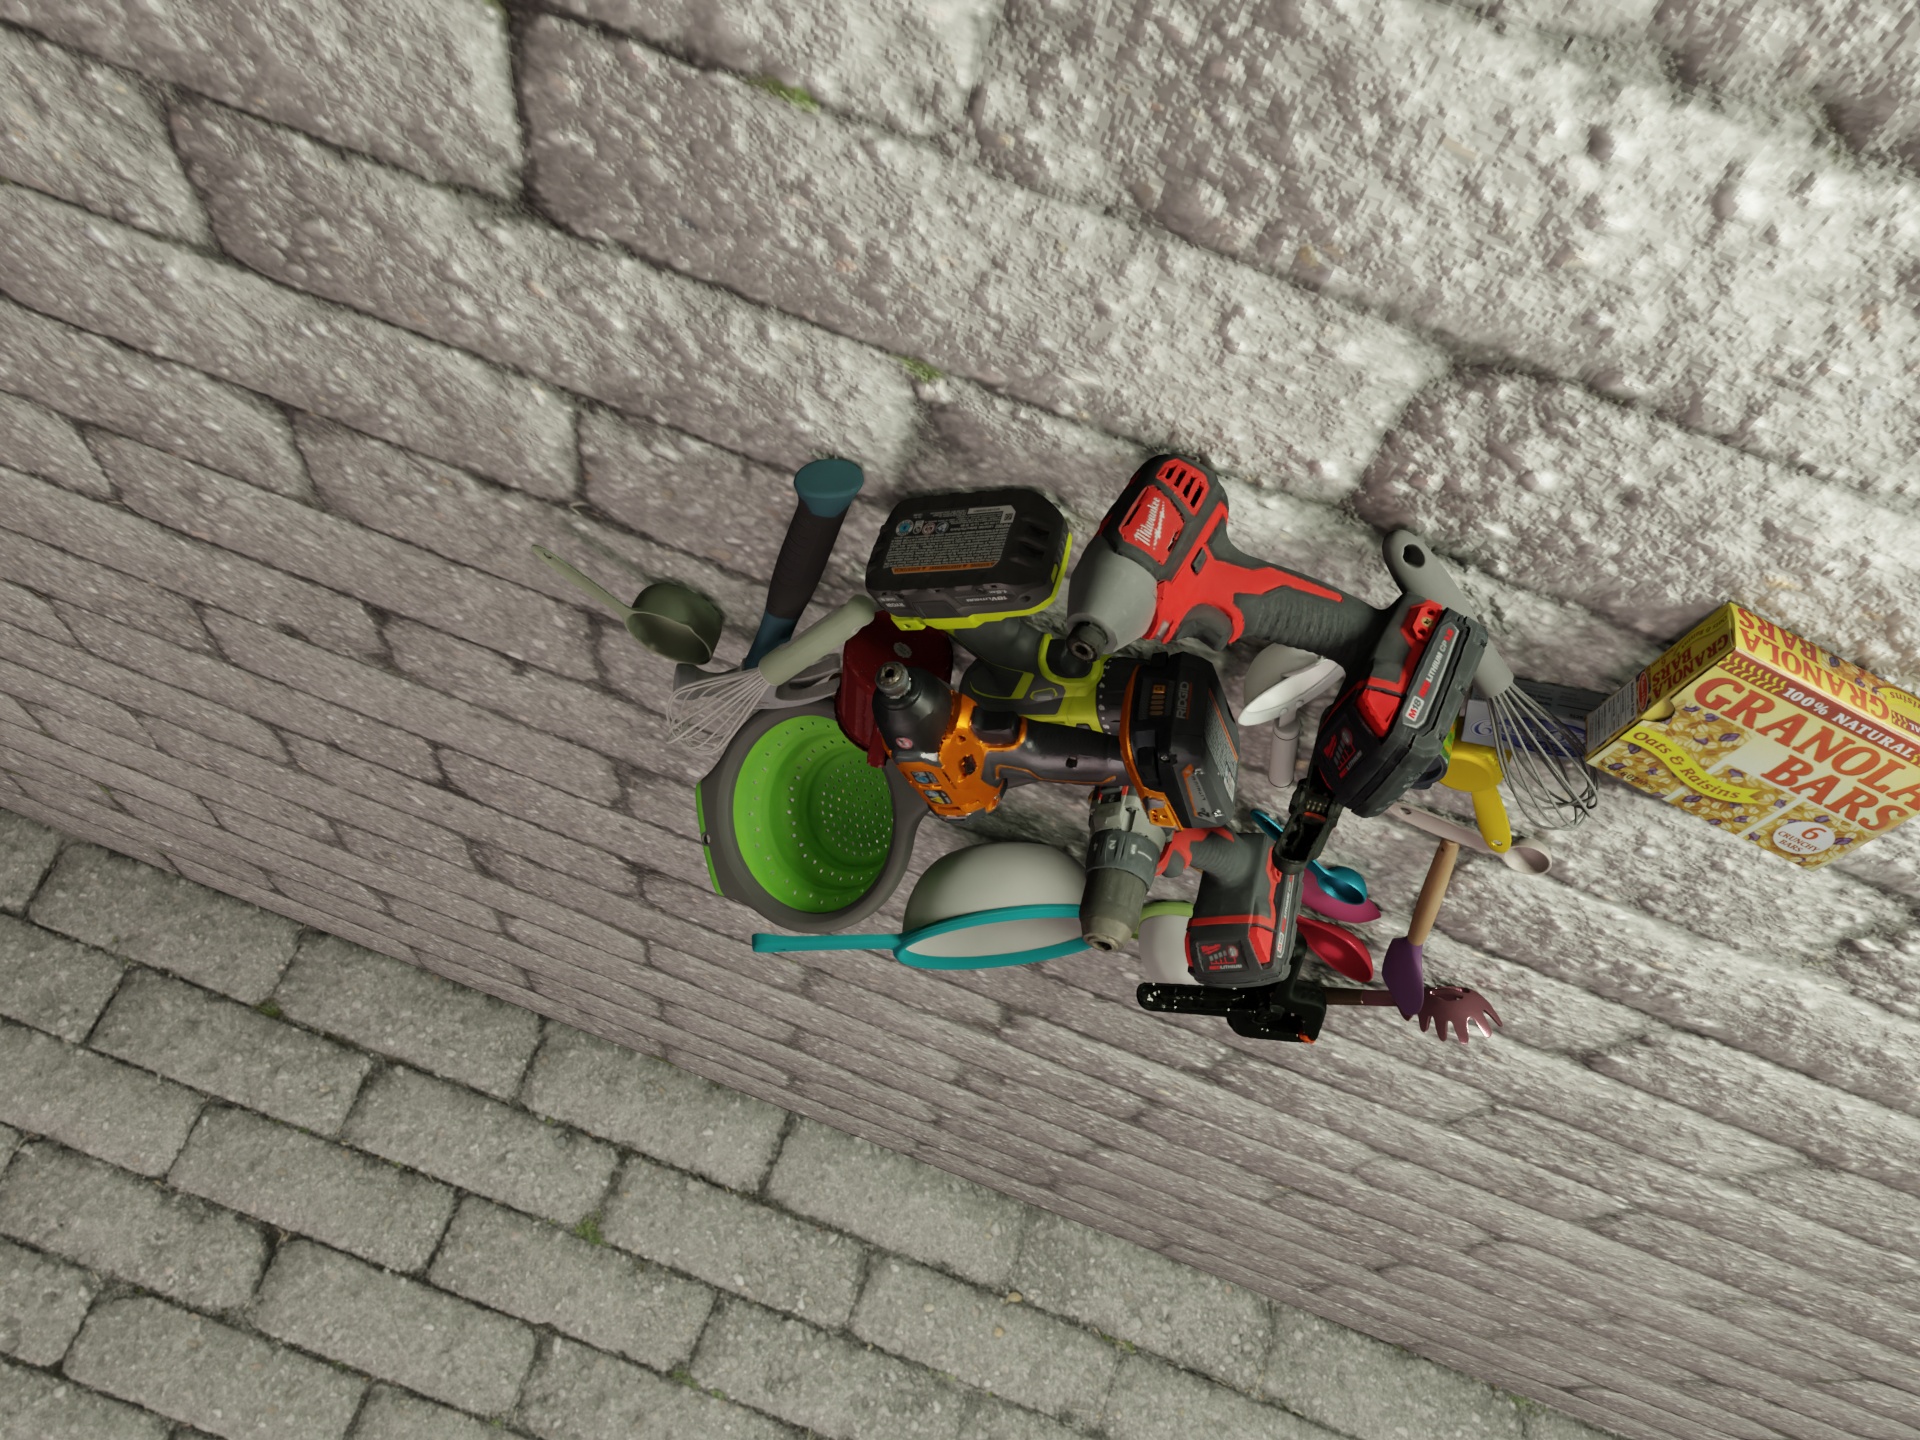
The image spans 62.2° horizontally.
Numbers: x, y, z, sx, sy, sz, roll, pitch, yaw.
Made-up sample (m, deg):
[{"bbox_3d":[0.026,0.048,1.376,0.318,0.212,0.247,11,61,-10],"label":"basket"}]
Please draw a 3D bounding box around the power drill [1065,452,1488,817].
[{"bbox_3d":[0.167,-0.047,0.890,0.220,0.143,0.078,31,148,6],"label":"power drill"}]

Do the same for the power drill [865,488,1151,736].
[{"bbox_3d":[0.056,-0.056,1.078,0.190,0.080,0.228,0,150,31],"label":"power drill"}]

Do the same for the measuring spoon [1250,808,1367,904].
[{"bbox_3d":[0.285,0.106,1.295,0.128,0.021,0.042,40,157,-17],"label":"measuring spoon"}]

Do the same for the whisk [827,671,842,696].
[{"bbox_3d":[-0.001,-0.004,1.258,0.245,0.047,0.051,14,131,29],"label":"whisk"}]

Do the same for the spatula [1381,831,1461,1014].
[{"bbox_3d":[0.383,0.172,1.321,0.018,0.060,0.315,-21,148,-7],"label":"spatula"}]

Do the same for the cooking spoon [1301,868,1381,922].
[{"bbox_3d":[0.219,0.103,1.330,0.318,0.017,0.069,28,154,-16],"label":"cooking spoon"}]

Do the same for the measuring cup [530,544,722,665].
[{"bbox_3d":[-0.265,-0.104,1.276,0.167,0.038,0.083,35,152,-22],"label":"measuring cup"}]

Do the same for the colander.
[{"bbox_3d":[-0.042,0.062,1.361,0.397,0.204,0.094,-15,174,28],"label":"colander"}]

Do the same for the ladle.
[{"bbox_3d":[0.239,0.142,1.383,0.315,0.031,0.069,32,162,-16],"label":"ladle"}]

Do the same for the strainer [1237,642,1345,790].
[{"bbox_3d":[0.224,-0.001,1.099,0.087,0.050,0.258,-26,155,-3],"label":"strainer"}]

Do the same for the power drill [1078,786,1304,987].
[{"bbox_3d":[0.169,0.124,1.209,0.080,0.188,0.226,-10,140,38],"label":"power drill"}]

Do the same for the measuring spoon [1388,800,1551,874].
[{"bbox_3d":[0.376,0.081,1.176,0.124,0.018,0.034,22,146,14],"label":"measuring spoon"}]

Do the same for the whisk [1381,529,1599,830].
[{"bbox_3d":[0.315,-0.021,0.946,0.055,0.055,0.238,-13,124,50],"label":"whisk"}]

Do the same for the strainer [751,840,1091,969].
[{"bbox_3d":[-0.023,0.163,1.455,0.340,0.095,0.211,0,159,-16],"label":"strainer"}]

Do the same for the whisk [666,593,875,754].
[{"bbox_3d":[-0.148,-0.035,1.200,0.246,0.058,0.059,-30,95,39],"label":"whisk"}]

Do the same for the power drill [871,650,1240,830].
[{"bbox_3d":[0.056,0.009,1.038,0.226,0.084,0.164,-1,151,22],"label":"power drill"}]

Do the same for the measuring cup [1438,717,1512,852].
[{"bbox_3d":[0.359,0.056,1.103,0.062,0.029,0.156,3,143,33],"label":"measuring cup"}]

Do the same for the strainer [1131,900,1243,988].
[{"bbox_3d":[0.184,0.232,1.550,0.256,0.069,0.151,5,150,28],"label":"strainer"}]

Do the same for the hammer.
[{"bbox_3d":[-0.129,-0.090,1.171,0.128,0.033,0.331,6,153,-15],"label":"hammer"}]

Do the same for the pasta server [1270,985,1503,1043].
[{"bbox_3d":[0.369,0.272,1.525,0.316,0.060,0.040,-9,101,50],"label":"pasta server"}]
